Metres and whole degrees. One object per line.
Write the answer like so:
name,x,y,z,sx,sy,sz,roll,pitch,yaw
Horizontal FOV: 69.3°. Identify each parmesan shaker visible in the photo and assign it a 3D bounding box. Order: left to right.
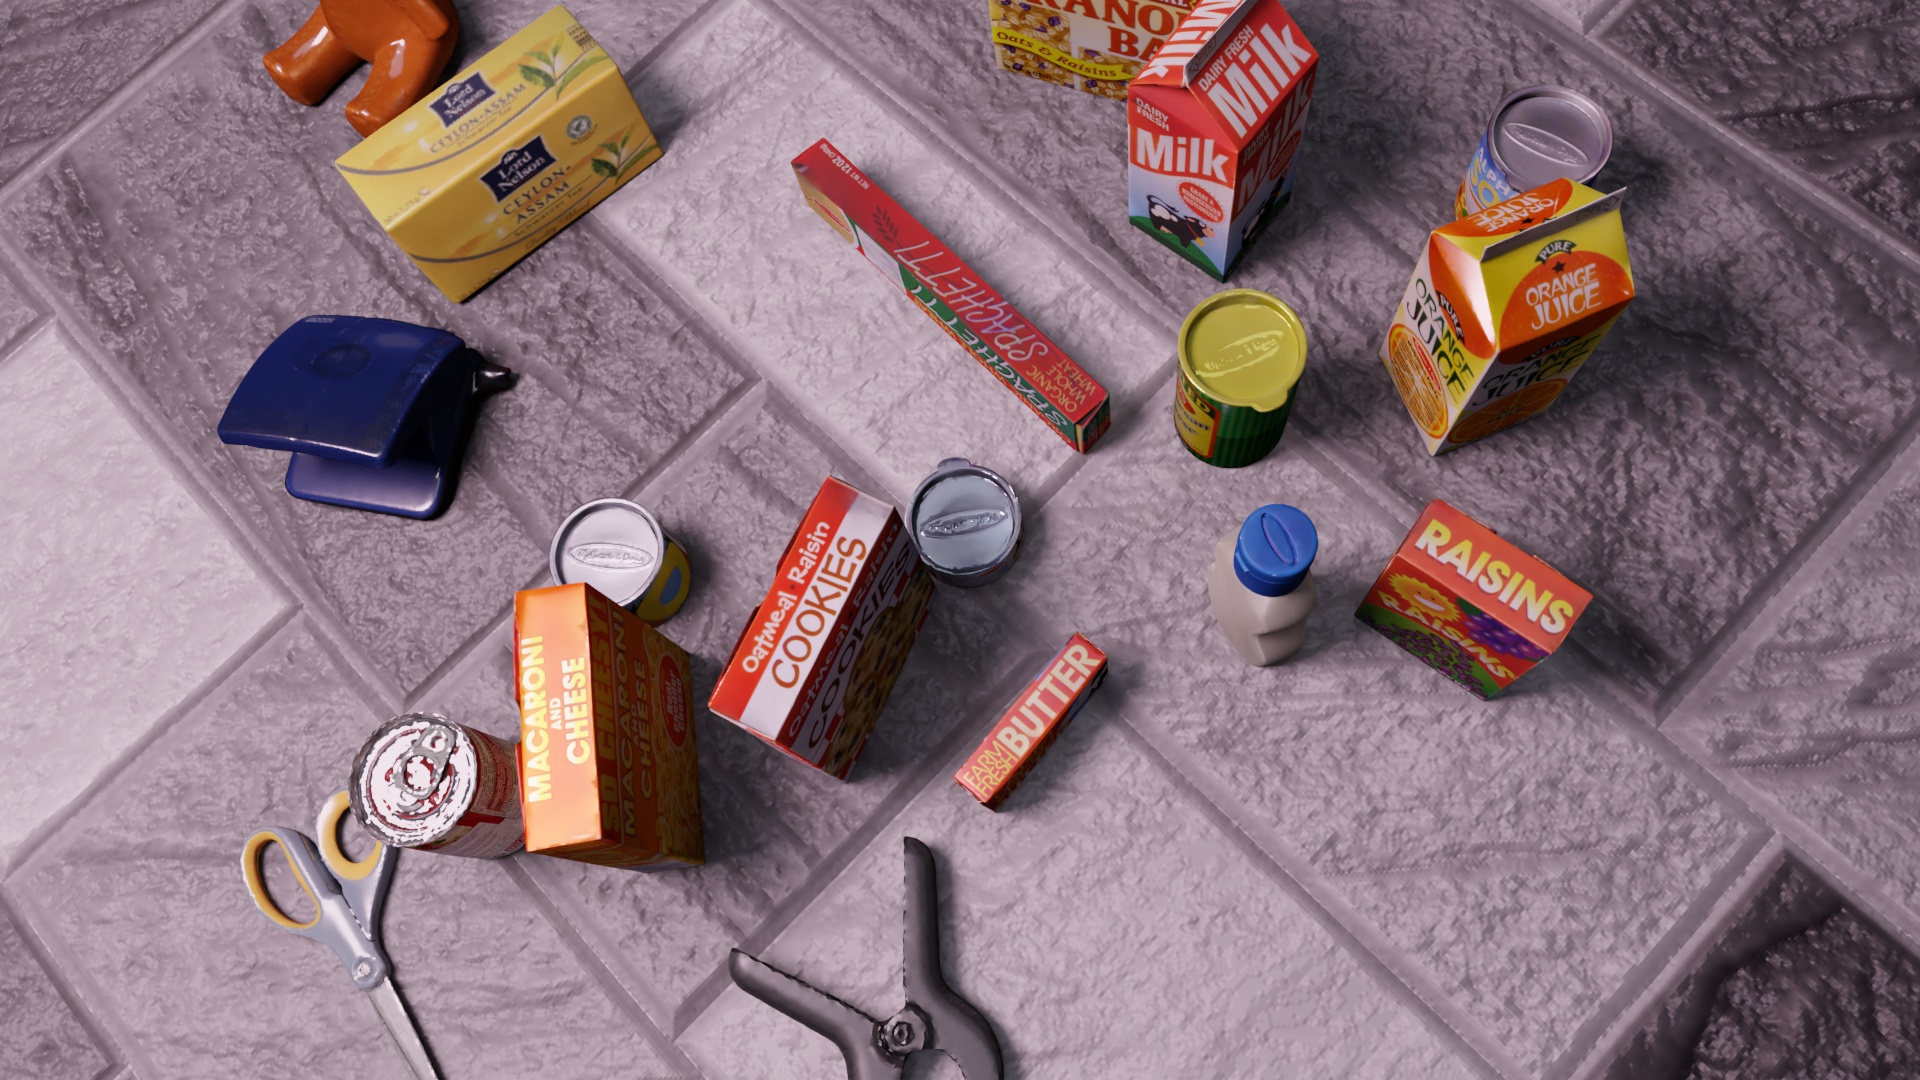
parmesan shaker,0.152,-0.083,0.764,0.071,0.103,0.071,-2,73,6

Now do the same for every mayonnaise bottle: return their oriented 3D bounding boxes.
mayonnaise bottle,0.155,0.021,0.708,0.041,0.147,0.065,-26,72,-1

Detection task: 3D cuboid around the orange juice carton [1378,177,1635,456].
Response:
orange juice carton,0.278,-0.118,0.714,0.072,0.192,0.073,-22,72,0

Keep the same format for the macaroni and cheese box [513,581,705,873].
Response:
macaroni and cheese box,-0.177,0.102,0.711,0.040,0.166,0.124,-10,72,4

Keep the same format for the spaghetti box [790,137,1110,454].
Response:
spaghetti box,-0.006,-0.147,0.830,0.029,0.050,0.250,-44,73,-7

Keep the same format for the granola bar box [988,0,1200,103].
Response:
granola bar box,0.098,-0.313,0.831,0.166,0.124,0.039,19,77,12

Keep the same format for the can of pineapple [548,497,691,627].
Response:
can of pineapple,-0.195,0.016,0.796,0.071,0.057,0.071,-2,73,6

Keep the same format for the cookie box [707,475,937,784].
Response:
cookie box,-0.064,0.052,0.713,0.040,0.167,0.123,23,77,13

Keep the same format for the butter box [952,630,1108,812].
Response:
butter box,0.040,0.099,0.747,0.024,0.053,0.103,39,81,16

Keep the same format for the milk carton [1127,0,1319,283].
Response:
milk carton,0.141,-0.227,0.764,0.073,0.190,0.072,37,81,15

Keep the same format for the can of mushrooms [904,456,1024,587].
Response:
can of mushrooms,0.003,-0.010,0.795,0.071,0.033,0.071,-2,73,6

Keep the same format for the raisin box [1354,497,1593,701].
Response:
raisin box,0.256,0.033,0.706,0.086,0.123,0.040,36,80,15

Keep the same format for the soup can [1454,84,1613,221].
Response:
soup can,0.323,-0.206,0.793,0.071,0.083,0.071,-2,73,6
